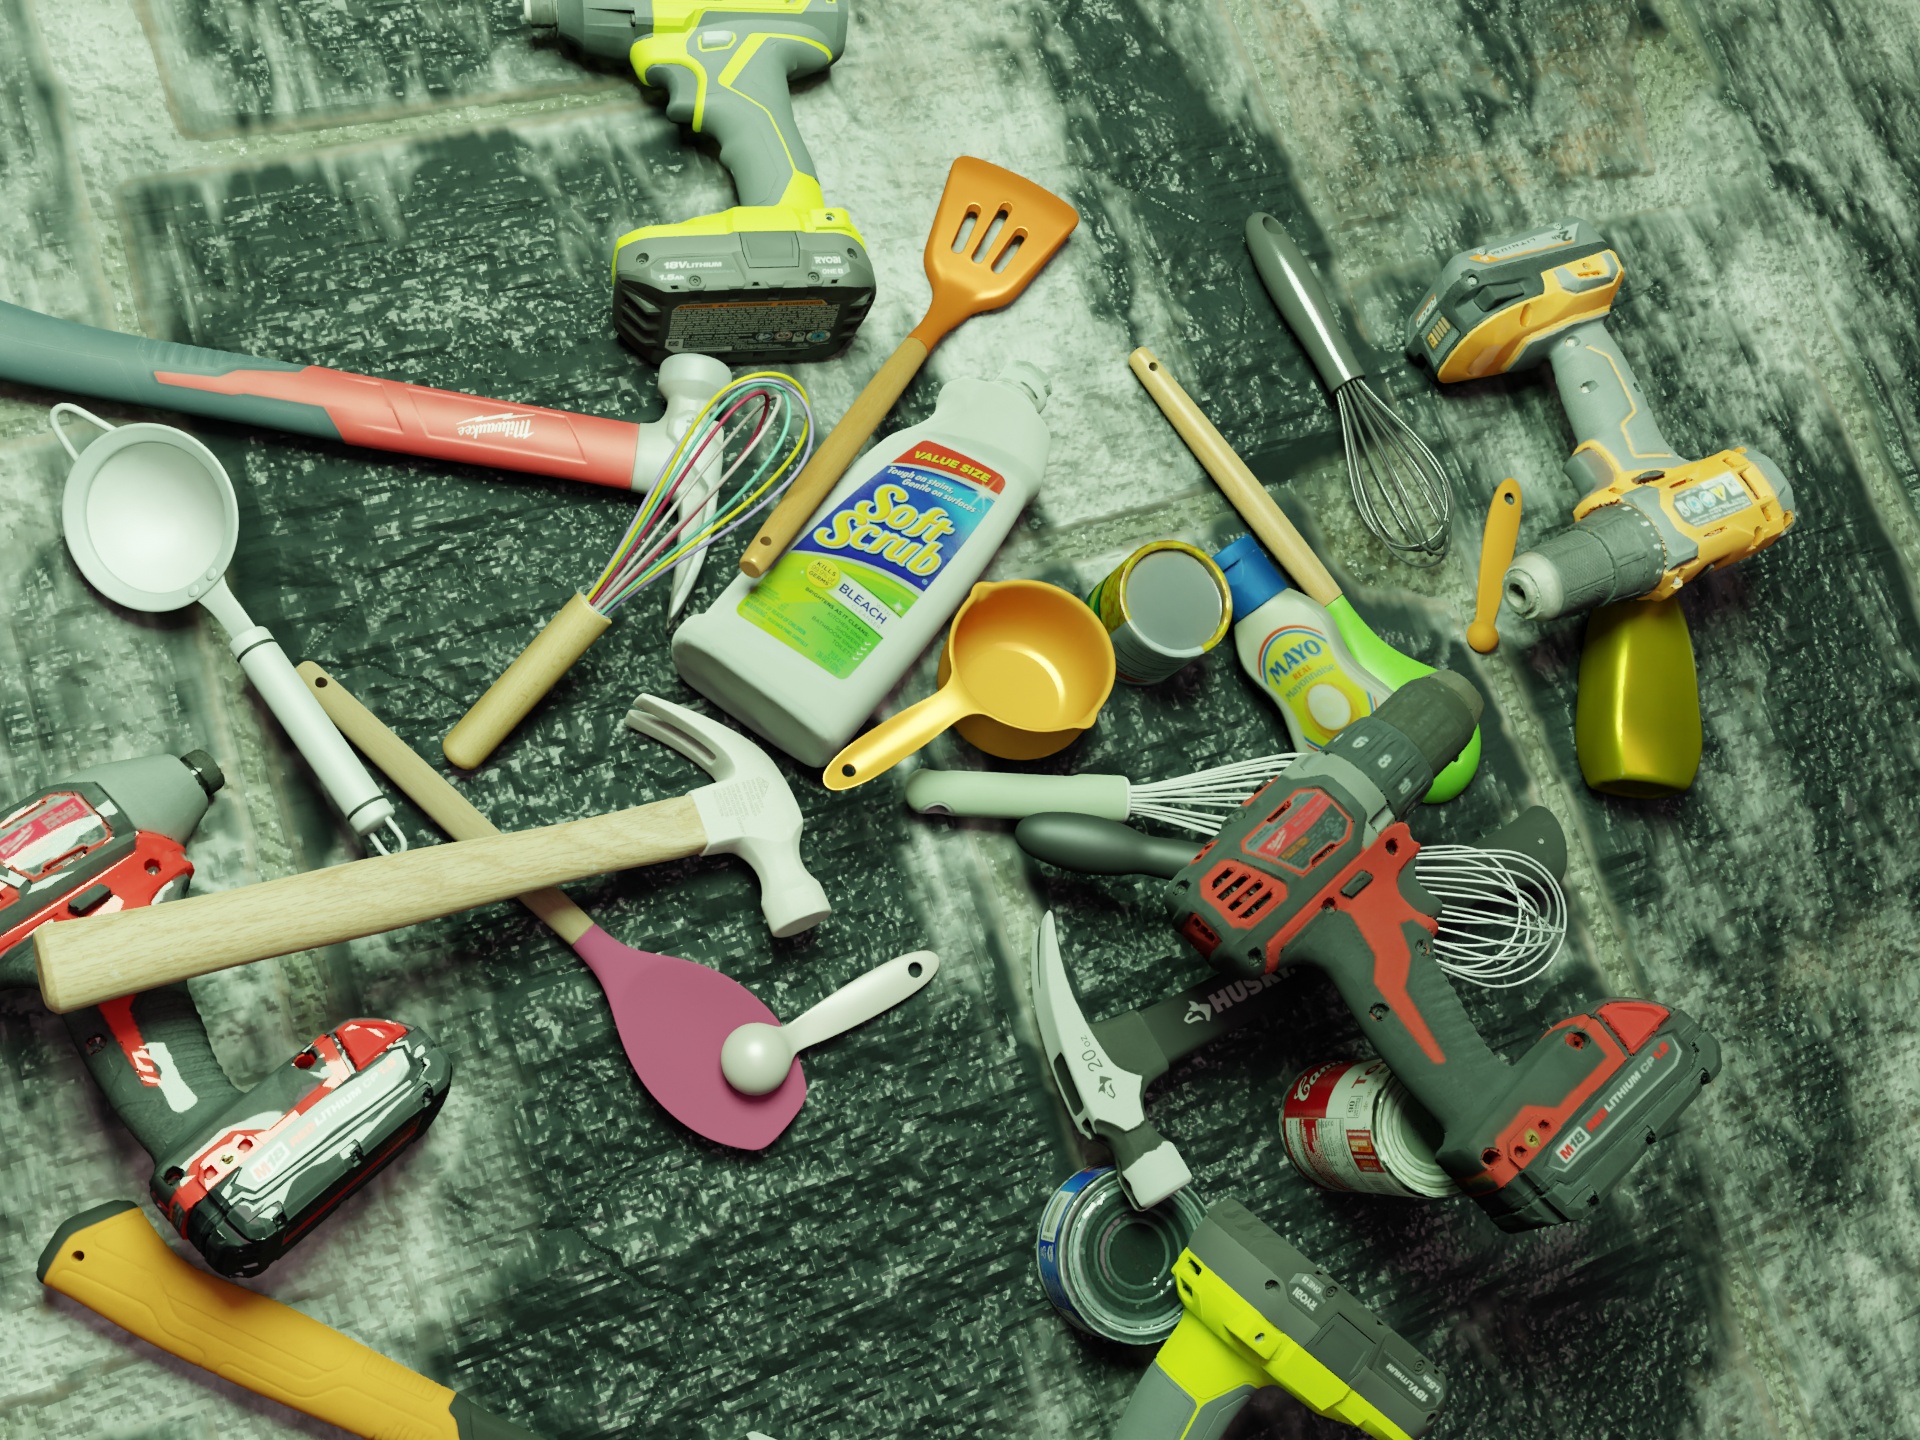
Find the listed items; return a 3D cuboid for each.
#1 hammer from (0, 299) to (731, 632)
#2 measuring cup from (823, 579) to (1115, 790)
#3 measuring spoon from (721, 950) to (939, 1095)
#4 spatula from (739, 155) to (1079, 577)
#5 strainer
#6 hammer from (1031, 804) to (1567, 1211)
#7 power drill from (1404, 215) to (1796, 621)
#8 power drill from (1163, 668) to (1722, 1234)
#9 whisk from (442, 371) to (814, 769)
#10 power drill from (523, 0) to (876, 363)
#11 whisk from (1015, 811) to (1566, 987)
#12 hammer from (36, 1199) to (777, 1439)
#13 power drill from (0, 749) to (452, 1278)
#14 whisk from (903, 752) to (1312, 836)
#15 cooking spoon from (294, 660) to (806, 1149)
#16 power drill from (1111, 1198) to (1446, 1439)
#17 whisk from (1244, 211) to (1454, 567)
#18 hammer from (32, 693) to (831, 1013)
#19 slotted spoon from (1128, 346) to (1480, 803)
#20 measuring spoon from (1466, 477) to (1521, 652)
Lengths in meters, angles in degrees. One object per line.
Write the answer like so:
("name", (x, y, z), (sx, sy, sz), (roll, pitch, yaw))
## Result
("hammer", (-0.312, -0.140, 0.776), (0.386, 0.038, 0.143), (8, 76, -13))
("measuring cup", (-0.001, -0.003, 0.809), (0.173, 0.052, 0.095), (-32, 76, -23))
("measuring spoon", (-0.059, 0.143, 0.777), (0.124, 0.018, 0.034), (-26, 85, -27))
("spatula", (-0.033, -0.189, 0.837), (0.081, 0.041, 0.323), (28, 54, 3))
("strainer", (-0.331, -0.040, 0.734), (0.087, 0.050, 0.258), (-38, 85, 10))
("hammer", (0.191, 0.116, 0.839), (0.334, 0.035, 0.146), (-22, 68, -23))
("power drill", (0.349, -0.167, 0.921), (0.185, 0.084, 0.226), (-22, 73, -19))
("power drill", (0.231, 0.098, 0.735), (0.188, 0.080, 0.227), (-40, 74, -14))
("whisk", (-0.163, -0.072, 0.757), (0.245, 0.047, 0.051), (-47, 70, 3))
("power drill", (-0.136, -0.308, 0.848), (0.171, 0.080, 0.223), (-6, 74, -16))
("whisk", (0.167, 0.083, 0.803), (0.284, 0.070, 0.070), (10, 74, -2))
("hammer", (-0.240, 0.307, 0.686), (0.337, 0.034, 0.127), (30, 70, -6))
("power drill", (-0.329, 0.114, 0.682), (0.220, 0.078, 0.143), (45, 51, 4))
("whisk", (0.093, 0.041, 0.831), (0.246, 0.057, 0.059), (3, 67, -7))
("cooking spoon", (-0.199, 0.085, 0.760), (0.319, 0.017, 0.069), (44, 61, -2))
("power drill", (0.113, 0.358, 0.728), (0.190, 0.080, 0.228), (42, 82, -14))
("whisk", (0.224, -0.197, 0.933), (0.055, 0.055, 0.239), (-21, 78, -19))
("hammer", (-0.220, 0.066, 0.703), (0.331, 0.031, 0.130), (-11, 69, -35))
("slotted spoon", (0.194, -0.087, 0.906), (0.070, 0.031, 0.314), (-36, 86, -15))
("measuring spoon", (0.321, -0.095, 0.949), (0.021, 0.011, 0.117), (20, 72, -10))
